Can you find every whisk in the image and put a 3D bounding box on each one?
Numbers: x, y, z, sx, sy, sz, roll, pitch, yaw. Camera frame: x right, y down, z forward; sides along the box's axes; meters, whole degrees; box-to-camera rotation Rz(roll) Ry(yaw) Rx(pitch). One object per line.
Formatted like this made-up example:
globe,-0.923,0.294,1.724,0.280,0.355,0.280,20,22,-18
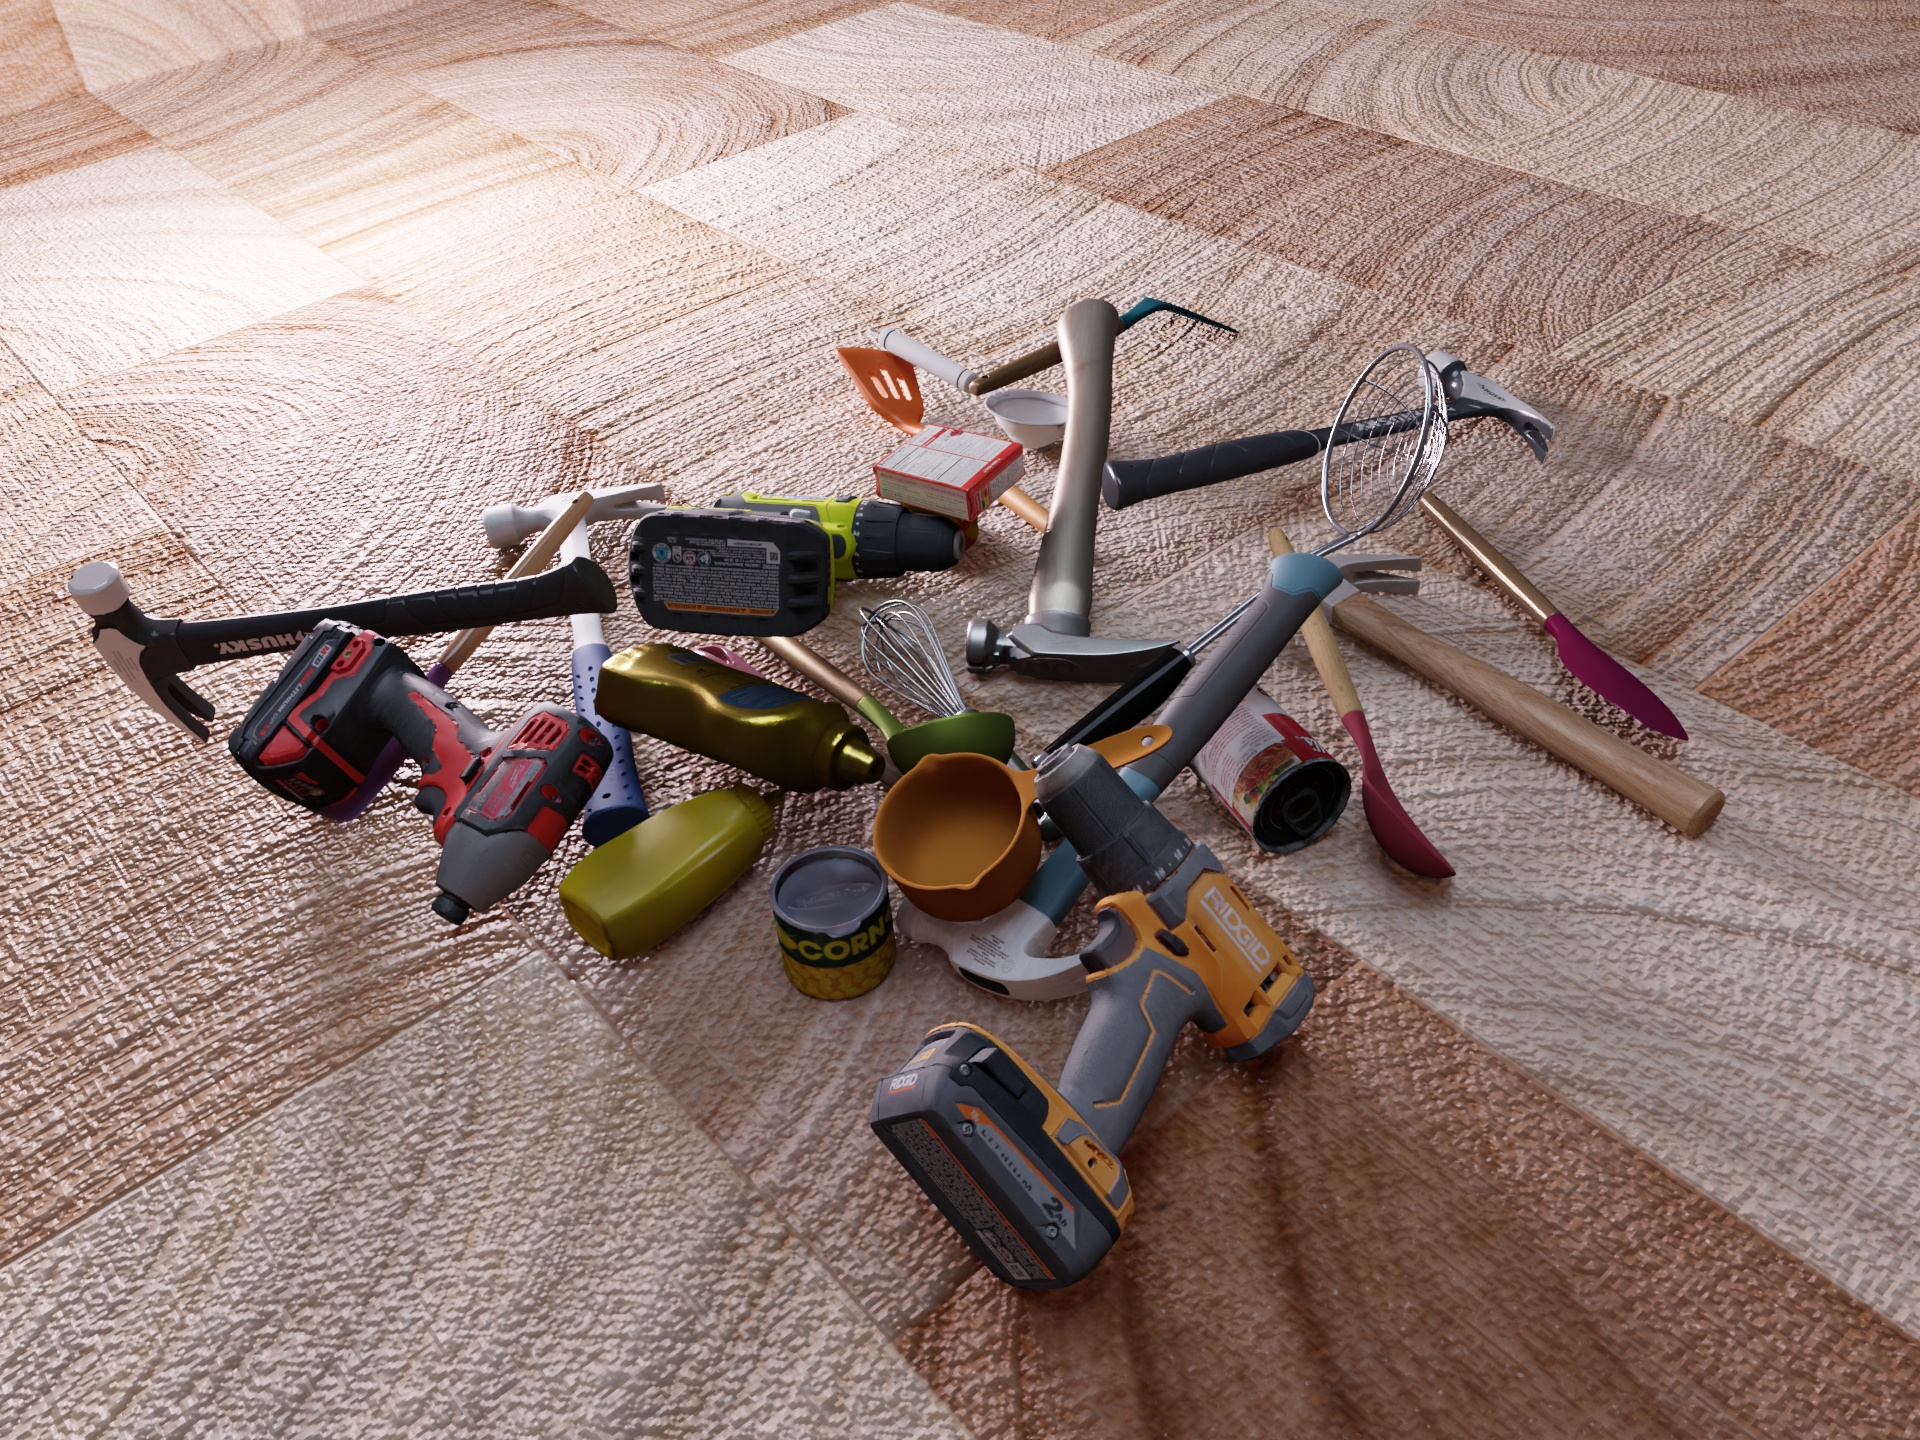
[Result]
whisk,-0.002,-0.003,1.036,0.058,0.059,0.247,-48,49,9

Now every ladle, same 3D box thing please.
ladle,0.240,-0.021,1.002,0.031,0.069,0.316,-34,41,22
ladle,-0.072,-0.031,1.043,0.078,0.062,0.320,-1,22,-35

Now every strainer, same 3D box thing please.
strainer,0.013,-0.284,1.355,0.259,0.050,0.087,35,40,30

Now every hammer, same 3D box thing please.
hammer,-0.400,-0.063,1.070,0.334,0.146,0.035,-8,47,-2
hammer,0.278,-0.212,1.215,0.409,0.036,0.149,-16,42,-27
hammer,0.338,-0.024,1.032,0.130,0.031,0.332,-29,45,-25
hammer,0.101,-0.188,1.206,0.146,0.038,0.411,3,49,8
hammer,0.112,0.024,0.921,0.128,0.033,0.331,29,70,35
hammer,-0.260,-0.057,1.137,0.144,0.035,0.406,-13,40,-9

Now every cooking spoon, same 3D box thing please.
cooking spoon,0.394,-0.081,1.091,0.068,0.017,0.319,14,29,-25

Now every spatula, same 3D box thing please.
spatula,-0.351,-0.055,1.122,0.060,0.018,0.316,14,55,24
spatula,0.001,-0.226,1.307,0.081,0.041,0.323,-3,34,-38
spatula,0.121,-0.325,1.383,0.082,0.044,0.317,30,45,34

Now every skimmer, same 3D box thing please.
skimmer,0.173,-0.101,1.024,0.363,0.090,0.127,-38,13,-8

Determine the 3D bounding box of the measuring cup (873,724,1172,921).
measuring cup,0.040,0.051,0.876,0.173,0.052,0.095,-23,49,3

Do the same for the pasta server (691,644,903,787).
pasta server,-0.077,0.020,1.033,0.316,0.040,0.060,28,50,29

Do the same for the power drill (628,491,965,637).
power drill,-0.112,-0.118,1.114,0.190,0.080,0.228,5,15,14

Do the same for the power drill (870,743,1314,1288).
power drill,0.057,0.133,0.774,0.185,0.084,0.226,51,55,-4

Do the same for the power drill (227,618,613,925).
power drill,-0.336,0.032,0.987,0.220,0.078,0.143,21,68,24
